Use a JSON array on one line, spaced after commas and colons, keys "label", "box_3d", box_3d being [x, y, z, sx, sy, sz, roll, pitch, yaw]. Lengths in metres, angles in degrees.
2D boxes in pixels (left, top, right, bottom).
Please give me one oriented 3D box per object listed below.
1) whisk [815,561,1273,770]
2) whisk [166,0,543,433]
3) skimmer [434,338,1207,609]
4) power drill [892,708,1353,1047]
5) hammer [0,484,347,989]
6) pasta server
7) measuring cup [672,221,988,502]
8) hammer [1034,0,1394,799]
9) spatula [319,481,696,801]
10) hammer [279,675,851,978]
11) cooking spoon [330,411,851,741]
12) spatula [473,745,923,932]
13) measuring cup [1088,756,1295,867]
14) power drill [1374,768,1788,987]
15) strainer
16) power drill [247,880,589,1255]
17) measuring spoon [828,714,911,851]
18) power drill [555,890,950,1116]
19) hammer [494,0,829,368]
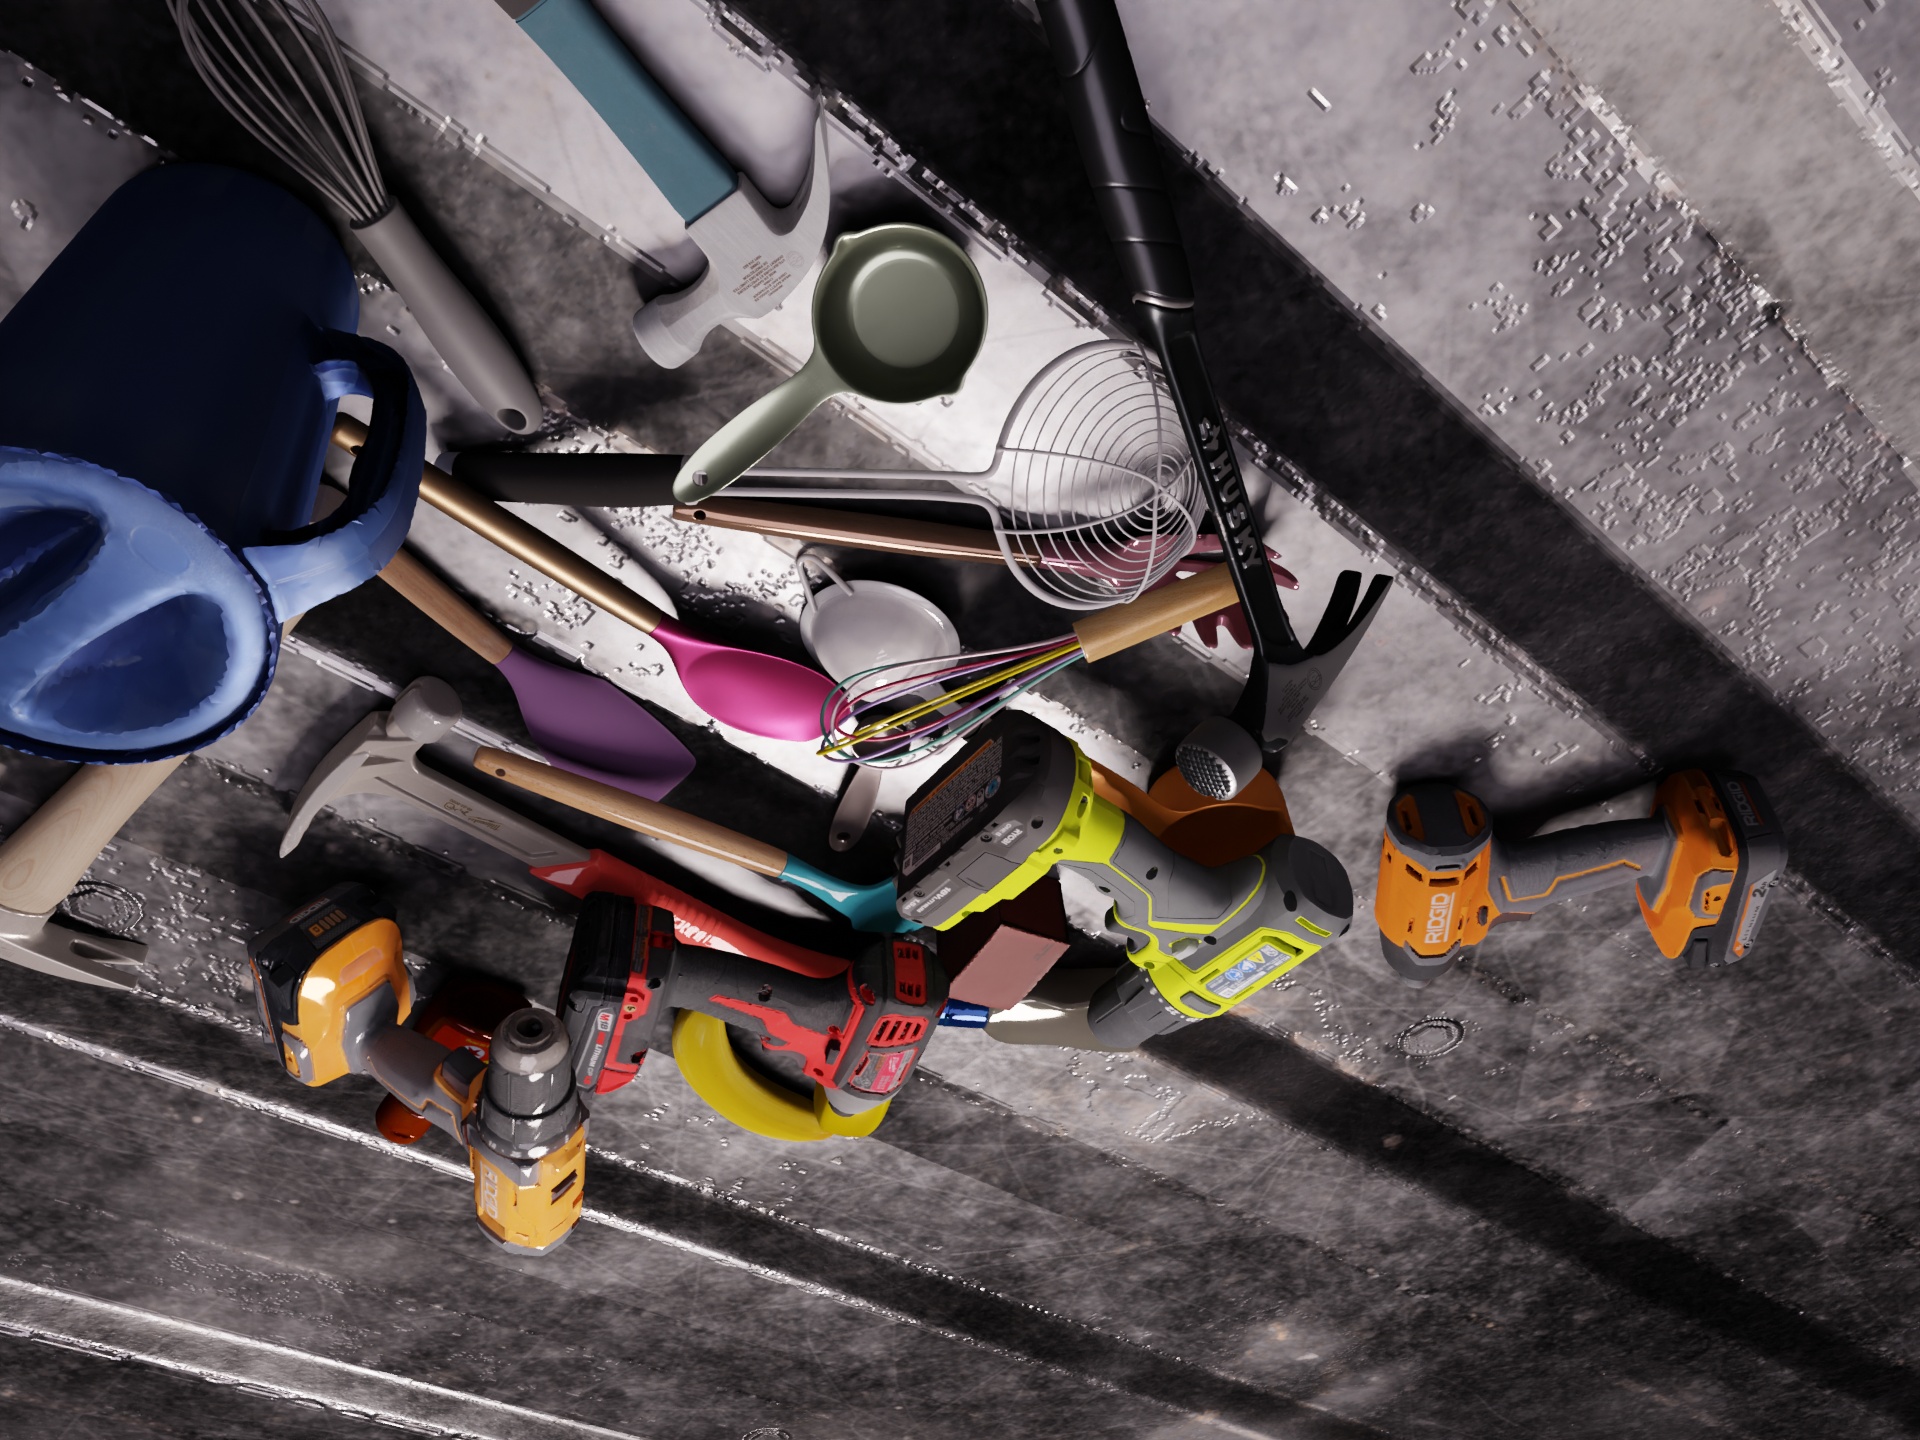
[{"label": "whisk", "box_3d": [0.039, -0.032, 0.798, 0.245, 0.051, 0.047, -22, 156, 4]}, {"label": "whisk", "box_3d": [-0.237, -0.209, 0.653, 0.055, 0.055, 0.238, -18, 137, 11]}, {"label": "skimmer", "box_3d": [-0.062, -0.118, 0.760, 0.363, 0.090, 0.127, 2, 109, 6]}, {"label": "power drill", "box_3d": [0.078, 0.103, 0.896, 0.228, 0.080, 0.190, 28, 131, -23]}, {"label": "hammer", "box_3d": [-0.420, 0.019, 0.837, 0.146, 0.038, 0.410, 32, 125, -32]}, {"label": "pasta server", "box_3d": [0.014, -0.085, 0.801, 0.316, 0.040, 0.060, 6, 117, -11]}, {"label": "measuring cup", "box_3d": [-0.060, -0.152, 0.704, 0.167, 0.038, 0.083, -36, 101, 14]}, {"label": "hammer", "box_3d": [0.097, -0.165, 0.683, 0.149, 0.036, 0.408, -41, 125, -27]}, {"label": "spatula", "box_3d": [-0.255, -0.049, 0.815, 0.060, 0.018, 0.315, -40, 127, 5]}, {"label": "hammer", "box_3d": [-0.212, 0.105, 0.955, 0.358, 0.037, 0.149, 34, 122, -31]}, {"label": "cooking spoon", "box_3d": [-0.172, -0.062, 0.790, 0.069, 0.017, 0.318, -27, 139, 29]}, {"label": "spatula", "box_3d": [-0.127, 0.068, 0.918, 0.317, 0.044, 0.082, 24, 126, -27]}, {"label": "measuring cup", "box_3d": [0.118, 0.042, 0.925, 0.173, 0.052, 0.095, 30, 125, -25]}, {"label": "power drill", "box_3d": [0.374, 0.107, 0.996, 0.226, 0.084, 0.164, -4, 134, 3]}, {"label": "strainer", "box_3d": [-0.001, -0.003, 0.876, 0.087, 0.050, 0.258, -21, 137, 35]}, {"label": "power drill", "box_3d": [-0.303, 0.185, 0.907, 0.226, 0.084, 0.185, 33, 135, 19]}, {"label": "measuring spoon", "box_3d": [-0.057, 0.036, 0.926, 0.034, 0.018, 0.124, 10, 138, -13]}, {"label": "power drill", "box_3d": [-0.128, 0.181, 0.954, 0.219, 0.079, 0.143, 11, 131, -15]}, {"label": "hammer", "box_3d": [-0.169, -0.282, 0.596, 0.128, 0.033, 0.330, -28, 130, 20]}]
